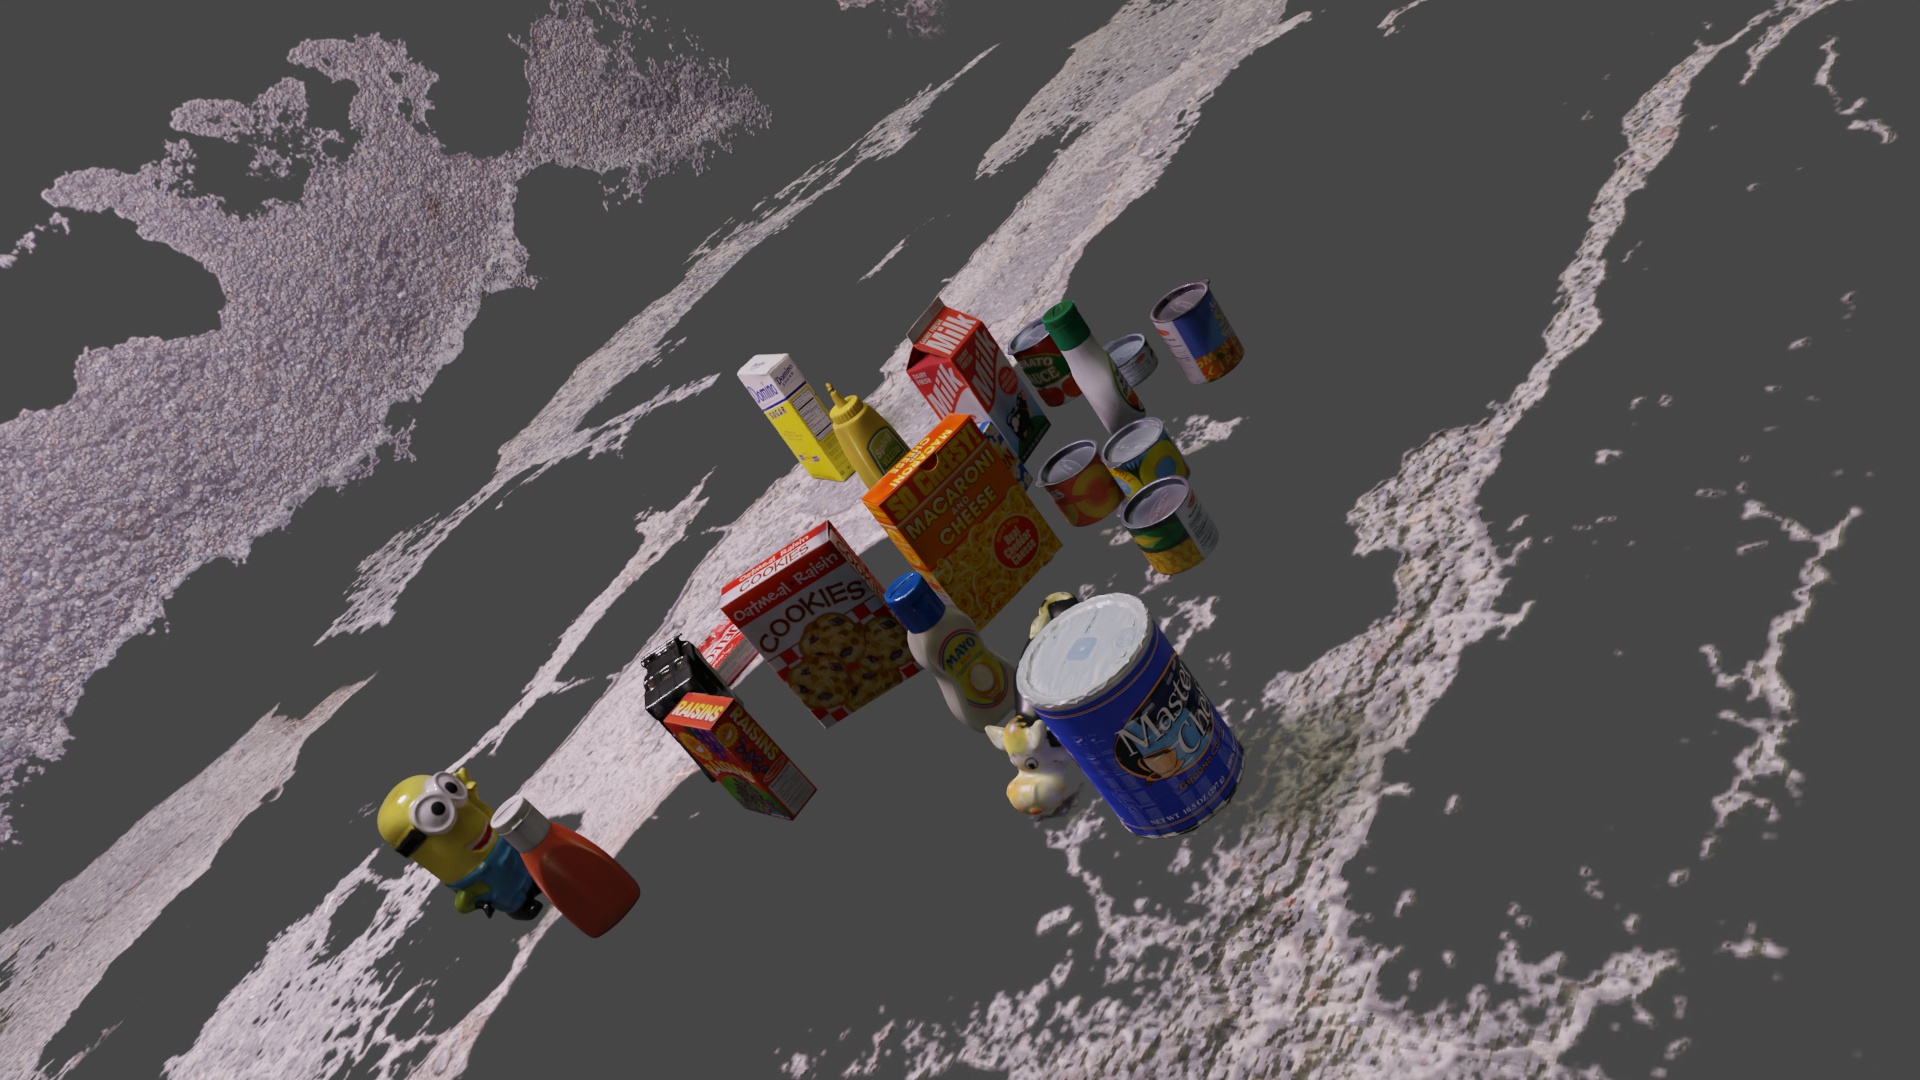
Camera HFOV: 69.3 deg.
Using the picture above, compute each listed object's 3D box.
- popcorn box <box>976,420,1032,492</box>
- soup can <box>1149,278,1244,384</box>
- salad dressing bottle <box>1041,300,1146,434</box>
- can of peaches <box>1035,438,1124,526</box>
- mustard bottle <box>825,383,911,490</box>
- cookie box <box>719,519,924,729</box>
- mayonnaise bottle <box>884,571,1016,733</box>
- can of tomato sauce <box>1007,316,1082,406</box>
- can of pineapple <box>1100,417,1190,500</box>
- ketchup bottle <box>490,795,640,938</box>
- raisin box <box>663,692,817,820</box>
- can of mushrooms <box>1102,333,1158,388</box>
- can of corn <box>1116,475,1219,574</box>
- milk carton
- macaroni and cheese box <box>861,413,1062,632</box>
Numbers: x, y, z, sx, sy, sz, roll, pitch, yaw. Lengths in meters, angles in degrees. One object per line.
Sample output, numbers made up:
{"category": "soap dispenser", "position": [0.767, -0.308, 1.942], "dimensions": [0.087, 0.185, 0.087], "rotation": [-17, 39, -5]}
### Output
{"category": "popcorn box", "position": [0.018, -0.051, 1.423], "dimensions": [0.038, 0.085, 0.127], "rotation": [-14, 34, 39]}
{"category": "soup can", "position": [0.244, -0.212, 1.414], "dimensions": [0.071, 0.083, 0.072], "rotation": [-29, 27, 16]}
{"category": "salad dressing bottle", "position": [0.135, -0.176, 1.414], "dimensions": [0.044, 0.147, 0.064], "rotation": [-27, 27, 19]}
{"category": "can of peaches", "position": [0.116, -0.054, 1.338], "dimensions": [0.071, 0.058, 0.071], "rotation": [-29, 27, 16]}
{"category": "mustard bottle", "position": [-0.108, -0.117, 1.601], "dimensions": [0.049, 0.160, 0.065], "rotation": [0, 44, 51]}
{"category": "cookie box", "position": [-0.124, 0.079, 1.288], "dimensions": [0.123, 0.167, 0.040], "rotation": [-32, 26, 10]}
{"category": "mayonnaise bottle", "position": [-0.007, 0.090, 1.149], "dimensions": [0.065, 0.147, 0.041], "rotation": [-45, 27, -15]}
{"category": "can of tomato sauce", "position": [0.102, -0.202, 1.572], "dimensions": [0.071, 0.083, 0.071], "rotation": [-29, 27, 16]}
{"category": "can of pineapple", "position": [0.172, -0.071, 1.299], "dimensions": [0.071, 0.057, 0.071], "rotation": [-29, 27, 16]}
{"category": "ketchup bottle", "position": [-0.358, 0.290, 1.249], "dimensions": [0.065, 0.148, 0.043], "rotation": [-44, 26, -14]}
{"category": "raisin box", "position": [-0.197, 0.192, 1.242], "dimensions": [0.086, 0.123, 0.040], "rotation": [-1, 43, 51]}
{"category": "can of mushrooms", "position": [0.180, -0.195, 1.521], "dimensions": [0.071, 0.033, 0.071], "rotation": [-29, 27, 16]}
{"category": "can of corn", "position": [0.178, -0.012, 1.193], "dimensions": [0.071, 0.058, 0.071], "rotation": [-29, 27, 16]}
{"category": "milk carton", "position": [0.010, -0.170, 1.509], "dimensions": [0.073, 0.190, 0.073], "rotation": [-8, 38, 45]}
{"category": "macaroni and cheese box", "position": [0.005, -0.016, 1.289], "dimensions": [0.124, 0.166, 0.040], "rotation": [-46, 27, -17]}
